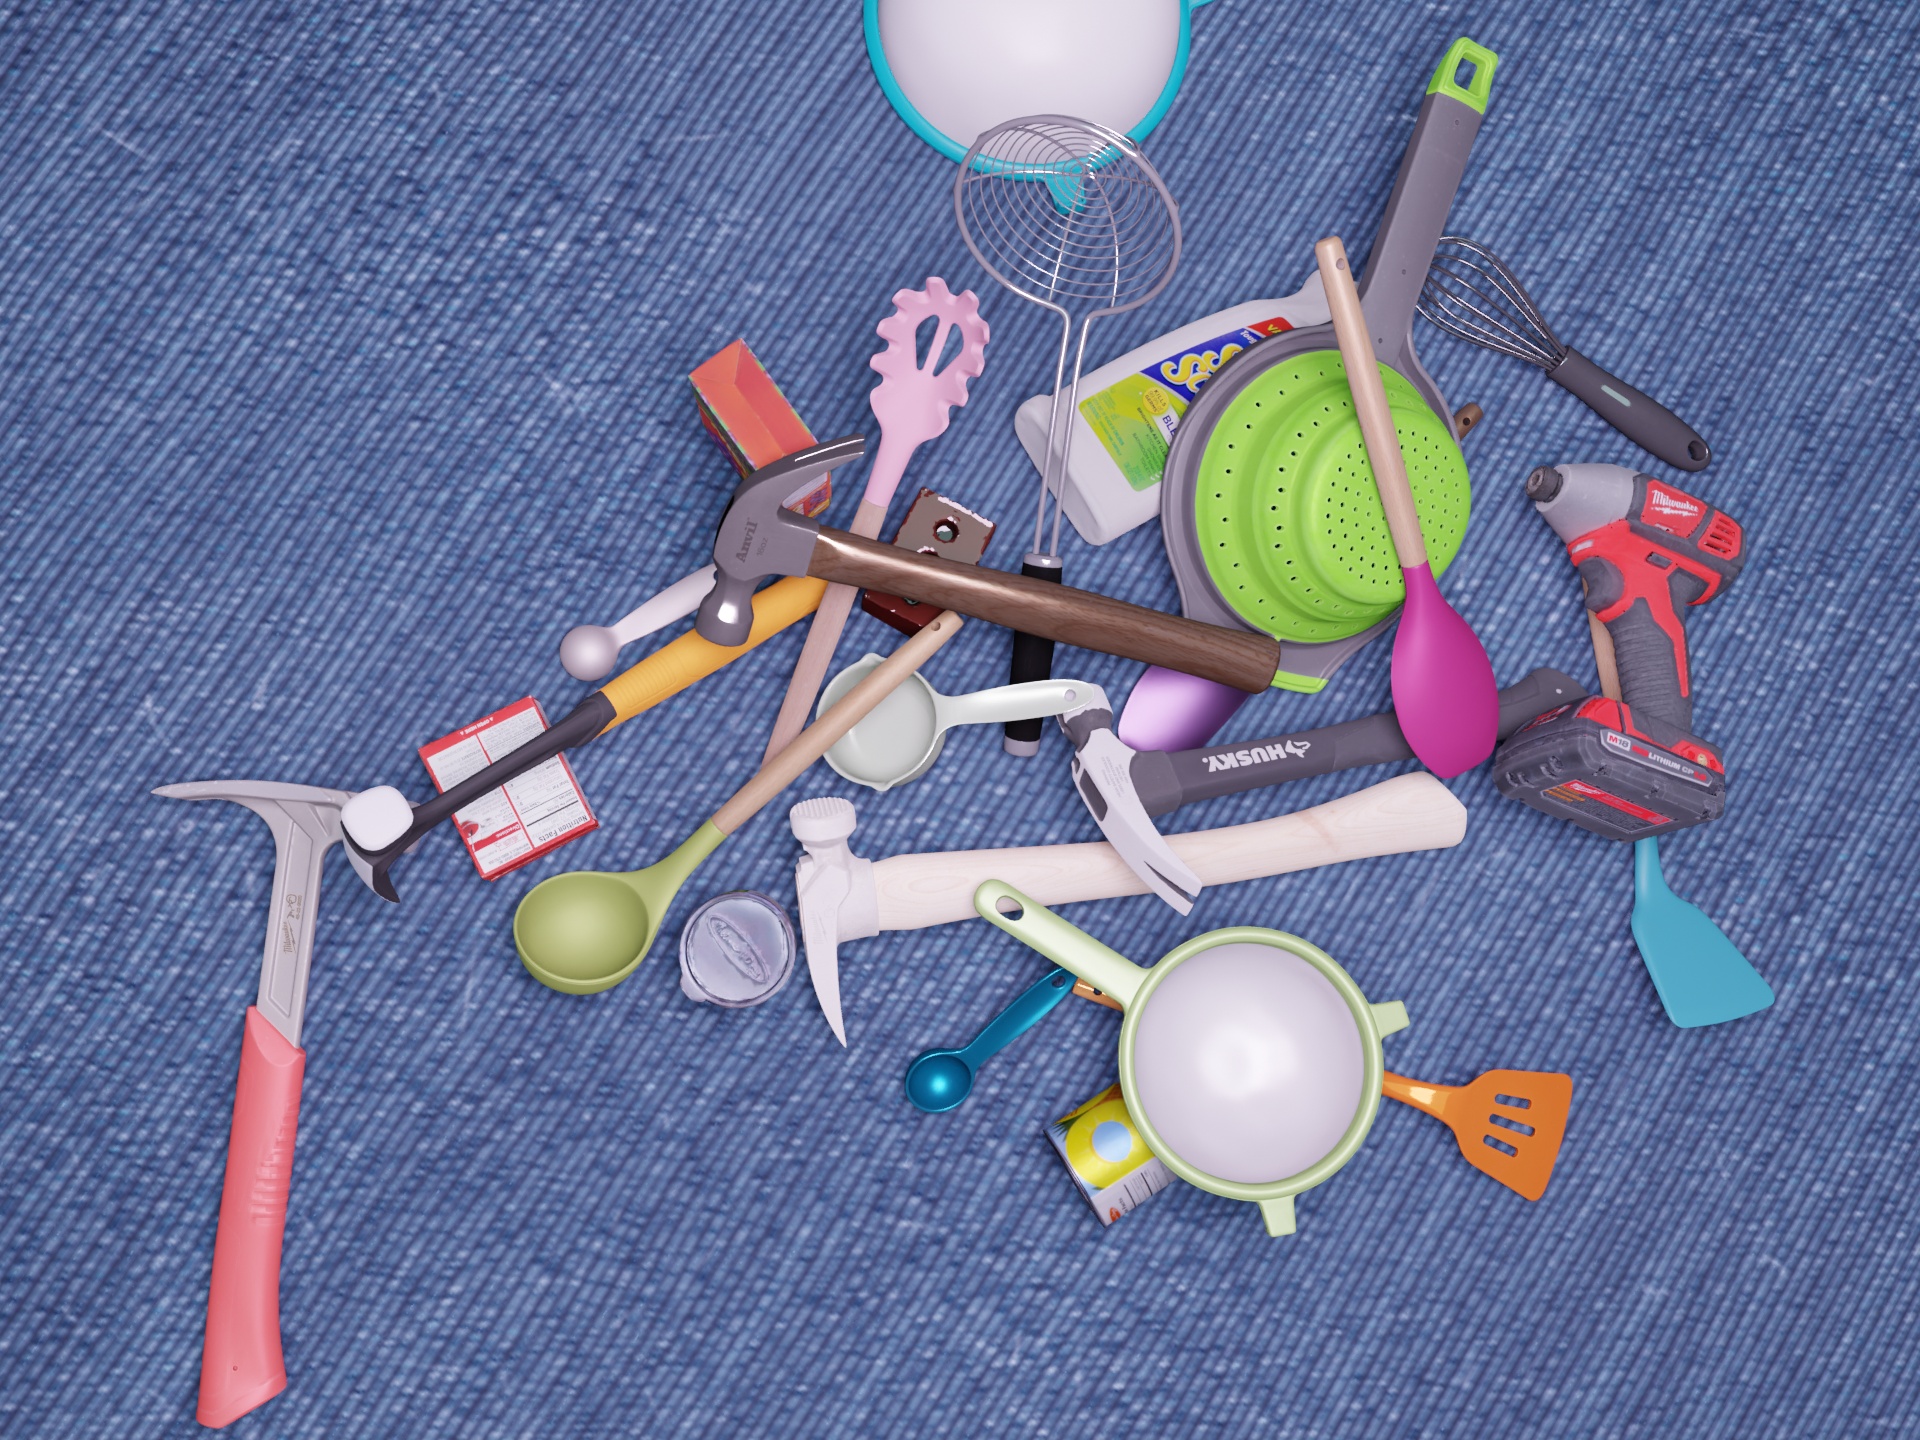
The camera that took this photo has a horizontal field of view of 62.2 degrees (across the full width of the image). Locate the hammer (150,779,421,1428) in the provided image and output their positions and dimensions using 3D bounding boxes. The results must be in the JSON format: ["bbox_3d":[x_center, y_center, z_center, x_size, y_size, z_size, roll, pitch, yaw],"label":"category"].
[{"bbox_3d":[-0.407,0.215,0.913,0.149,0.036,0.359,6,84,-4],"label":"hammer"}]

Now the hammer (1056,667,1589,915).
[{"bbox_3d":[0.233,0.019,0.950,0.334,0.035,0.146,-10,56,-17],"label":"hammer"}]

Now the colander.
[{"bbox_3d":[0.254,-0.205,0.926,0.204,0.094,0.397,16,96,-22],"label":"colander"}]

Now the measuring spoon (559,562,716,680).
[{"bbox_3d":[-0.187,-0.065,0.964,0.124,0.018,0.034,-32,88,-7],"label":"measuring spoon"}]

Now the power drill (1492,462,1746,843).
[{"bbox_3d":[0.393,-0.050,0.953,0.143,0.078,0.220,21,68,-14],"label":"power drill"}]

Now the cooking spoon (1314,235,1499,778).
[{"bbox_3d":[0.245,-0.111,0.881,0.069,0.017,0.318,-26,110,-14],"label":"cooking spoon"}]

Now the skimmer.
[{"bbox_3d":[0.044,-0.144,0.892,0.127,0.090,0.363,12,109,18],"label":"skimmer"}]

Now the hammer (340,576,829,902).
[{"bbox_3d":[-0.193,-0.009,0.907,0.337,0.127,0.034,-34,84,-25],"label":"hammer"}]

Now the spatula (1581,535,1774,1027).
[{"bbox_3d":[0.431,0.029,0.997,0.082,0.044,0.317,-8,84,-20],"label":"spatula"}]

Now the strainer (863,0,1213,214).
[{"bbox_3d":[-0.006,-0.485,0.975,0.340,0.095,0.211,33,84,-3],"label":"strainer"}]

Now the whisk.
[{"bbox_3d":[0.384,-0.231,1.015,0.239,0.055,0.055,33,83,-6],"label":"whisk"}]

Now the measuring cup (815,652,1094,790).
[{"bbox_3d":[-0.002,-0.003,0.945,0.167,0.038,0.083,-8,80,10],"label":"measuring cup"}]

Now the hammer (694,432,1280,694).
[{"bbox_3d":[0.027,-0.070,0.891,0.331,0.031,0.130,13,118,-15],"label":"hammer"}]

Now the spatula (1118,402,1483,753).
[{"bbox_3d":[0.217,-0.090,1.000,0.316,0.018,0.059,-44,95,-6],"label":"spatula"}]

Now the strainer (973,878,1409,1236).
[{"bbox_3d":[0.117,0.170,0.924,0.256,0.069,0.151,32,77,5],"label":"strainer"}]

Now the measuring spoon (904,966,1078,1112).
[{"bbox_3d":[0.019,0.184,0.950,0.128,0.021,0.042,-40,114,3],"label":"measuring spoon"}]

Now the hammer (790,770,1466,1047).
[{"bbox_3d":[0.108,0.096,0.958,0.410,0.038,0.146,-7,105,-9],"label":"hammer"}]

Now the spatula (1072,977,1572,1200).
[{"bbox_3d":[0.223,0.211,0.976,0.322,0.041,0.081,18,83,1],"label":"spatula"}]

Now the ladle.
[{"bbox_3d":[-0.125,0.041,0.919,0.320,0.062,0.078,-41,64,2],"label":"ladle"}]

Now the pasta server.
[{"bbox_3d":[-0.059,-0.098,0.904,0.060,0.040,0.316,23,110,0],"label":"pasta server"}]
